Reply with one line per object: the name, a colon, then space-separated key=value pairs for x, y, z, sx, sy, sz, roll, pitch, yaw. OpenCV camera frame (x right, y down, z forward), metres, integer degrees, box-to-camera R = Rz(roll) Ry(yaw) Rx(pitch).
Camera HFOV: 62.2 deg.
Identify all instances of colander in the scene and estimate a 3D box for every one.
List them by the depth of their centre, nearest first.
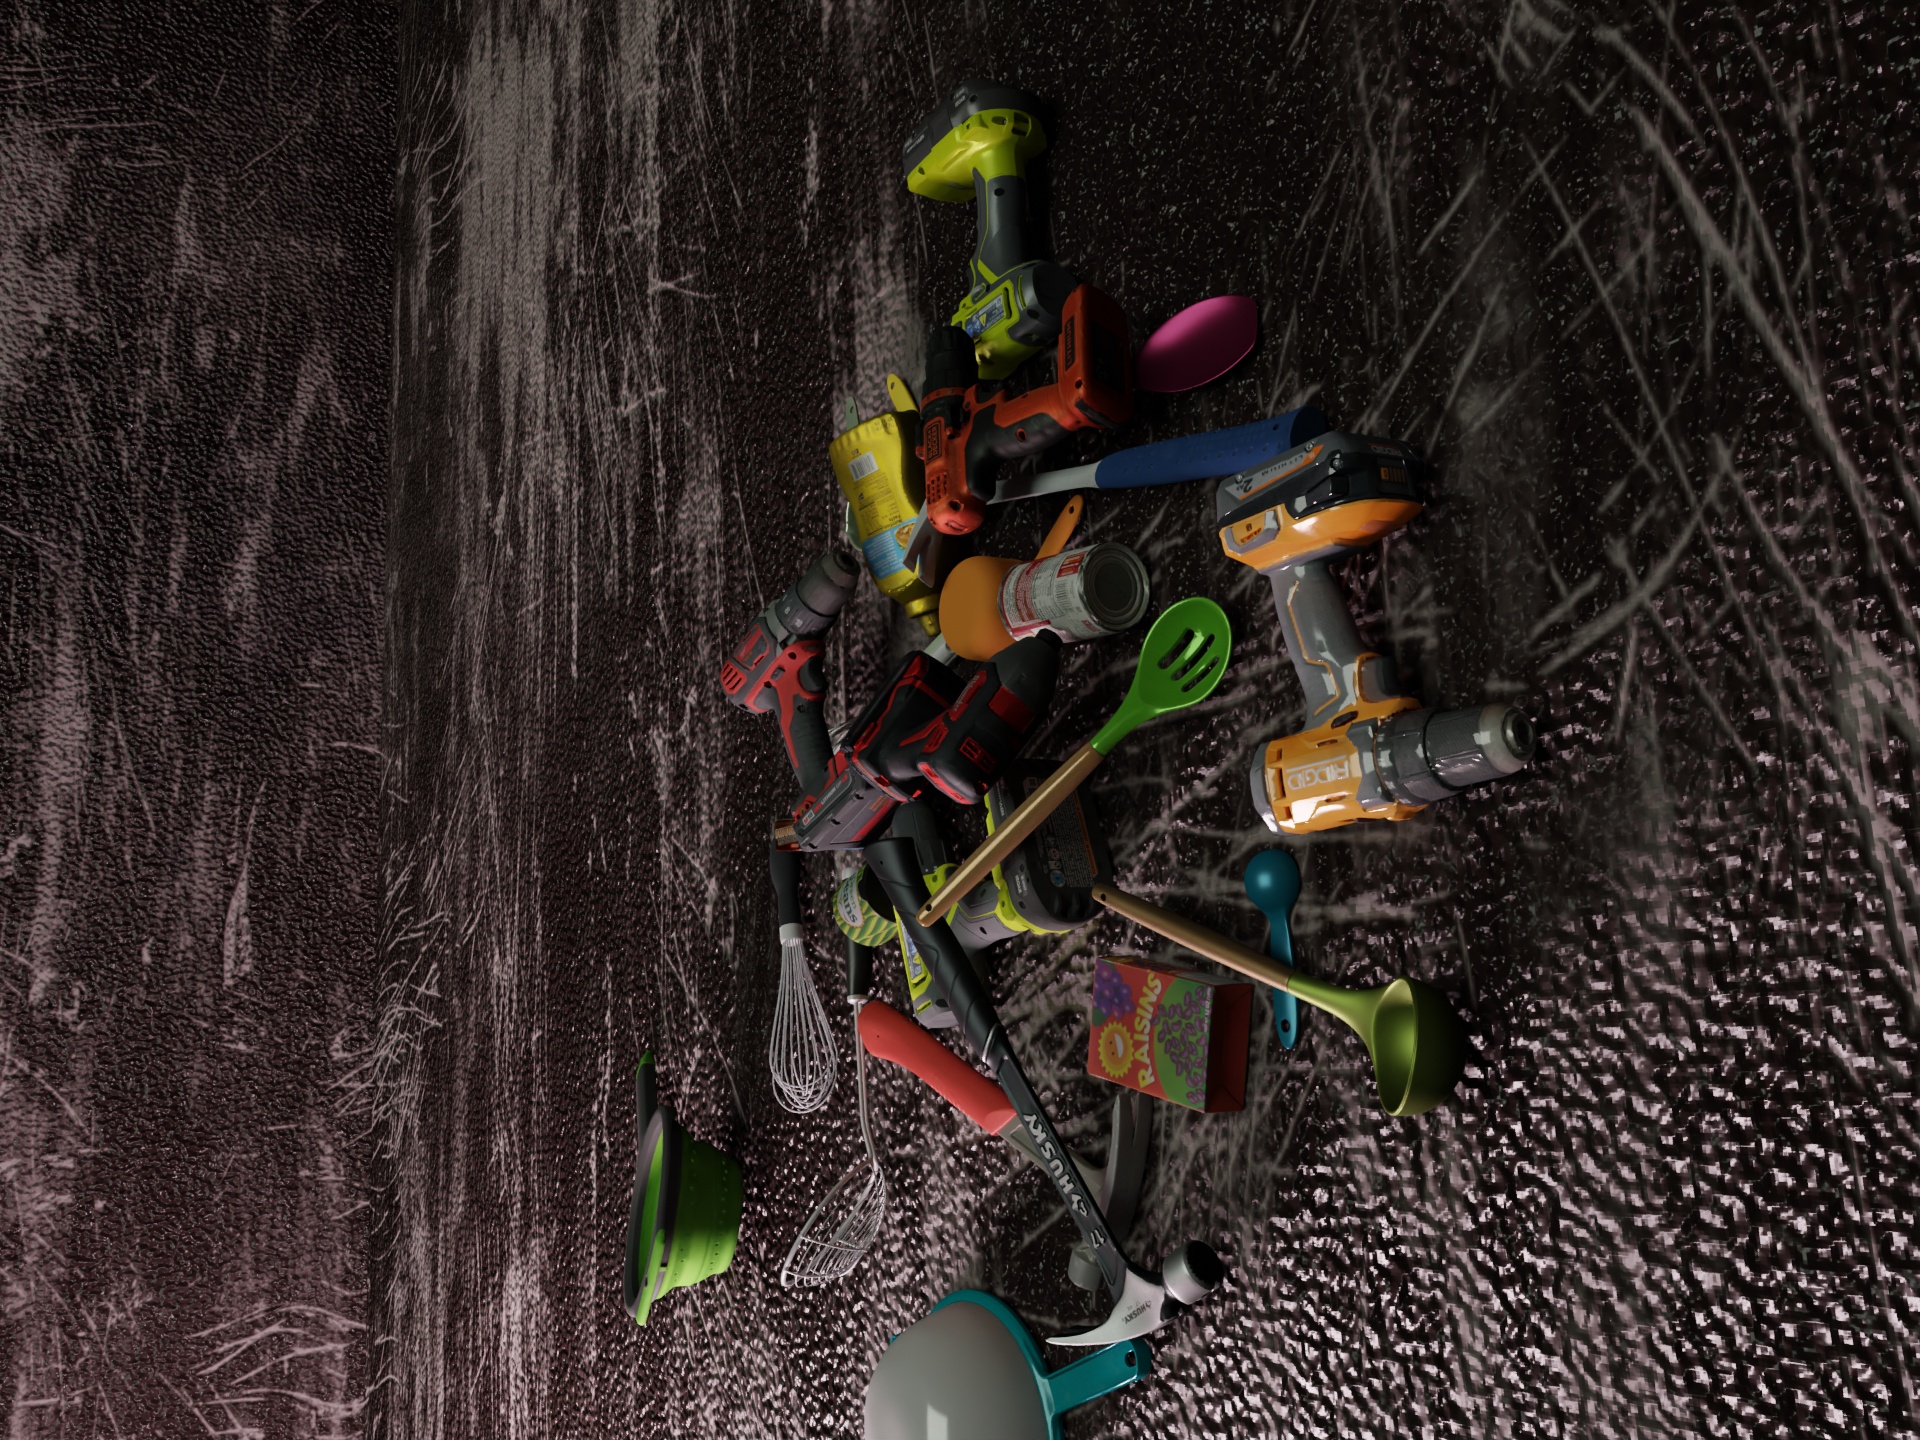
colander: x=-0.293 y=0.471 z=1.688 sx=0.397 sy=0.094 sz=0.204 roll=-121 pitch=44 yaw=-66

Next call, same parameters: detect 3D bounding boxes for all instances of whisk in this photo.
whisk: x=-0.064 y=-0.012 z=1.425 sx=0.246 sy=0.057 sz=0.059 roll=-44 pitch=18 yaw=39
whisk: x=-0.159 y=0.236 z=1.532 sx=0.070 sy=0.070 sz=0.285 roll=-42 pitch=47 yaw=46

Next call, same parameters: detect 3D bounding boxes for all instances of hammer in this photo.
hammer: x=0.031 y=0.254 z=1.153 sx=0.149 sy=0.036 sz=0.409 roll=-48 pitch=60 yaw=33
hammer: x=0.098 y=-0.177 z=1.179 sx=0.406 sy=0.035 sz=0.144 roll=0 pitch=59 yaw=53
hammer: x=0.020 y=0.295 z=1.266 sx=0.359 sy=0.036 sz=0.149 roll=24 pitch=106 yaw=55

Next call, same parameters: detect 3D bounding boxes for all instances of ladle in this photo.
ladle: x=0.182 y=0.157 z=0.998 sx=0.320 sy=0.062 sz=0.078 roll=21 pitch=107 yaw=51

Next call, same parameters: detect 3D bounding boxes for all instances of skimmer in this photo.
skimmer: x=-0.118 y=0.312 z=1.422 sx=0.127 sy=0.090 sz=0.363 roll=61 pitch=-156 yaw=-69

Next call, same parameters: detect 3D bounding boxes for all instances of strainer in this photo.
strainer: x=0.015 y=0.523 z=1.190 sx=0.340 sy=0.095 sz=0.211 roll=-48 pitch=48 yaw=44

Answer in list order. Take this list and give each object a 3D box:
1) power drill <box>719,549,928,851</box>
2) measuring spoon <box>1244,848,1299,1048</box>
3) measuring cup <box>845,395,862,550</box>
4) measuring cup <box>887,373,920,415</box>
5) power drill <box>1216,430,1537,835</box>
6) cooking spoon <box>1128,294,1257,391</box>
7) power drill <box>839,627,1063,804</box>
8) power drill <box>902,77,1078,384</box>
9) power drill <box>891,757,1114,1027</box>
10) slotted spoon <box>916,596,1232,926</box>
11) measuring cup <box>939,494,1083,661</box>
power drill: x=-0.115 y=-0.019 z=1.397 sx=0.188 sy=0.080 sz=0.227 roll=-47 pitch=60 yaw=34
measuring spoon: x=0.200 y=0.147 z=1.024 sx=0.042 sy=0.021 sz=0.129 roll=-19 pitch=70 yaw=54
measuring cup: x=-0.079 y=-0.231 z=1.484 sx=0.083 sy=0.038 sz=0.168 roll=-41 pitch=51 yaw=47
measuring cup: x=-0.049 y=-0.264 z=1.445 sx=0.062 sy=0.029 sz=0.157 roll=-54 pitch=47 yaw=38
power drill: x=0.242 y=-0.053 z=0.940 sx=0.185 sy=0.084 sz=0.226 roll=-19 pitch=74 yaw=54
cooking spoon: x=0.094 y=-0.244 z=1.199 sx=0.319 sy=0.017 sz=0.069 roll=-15 pitch=64 yaw=44
power drill: x=-0.002 y=-0.004 z=1.228 sx=0.143 sy=0.078 sz=0.220 roll=-54 pitch=16 yaw=-16
power drill: x=0.017 y=-0.397 z=1.327 sx=0.171 sy=0.080 sz=0.223 roll=-22 pitch=71 yaw=53
power drill: x=0.016 y=0.119 z=1.261 sx=0.228 sy=0.080 sz=0.191 roll=-43 pitch=51 yaw=49
slotted spoon: x=0.078 y=0.036 z=1.125 sx=0.313 sy=0.031 sz=0.070 roll=-46 pitch=57 yaw=12
measuring cup: x=0.039 y=-0.118 z=1.275 sx=0.173 sy=0.052 sz=0.095 roll=-57 pitch=43 yaw=39
